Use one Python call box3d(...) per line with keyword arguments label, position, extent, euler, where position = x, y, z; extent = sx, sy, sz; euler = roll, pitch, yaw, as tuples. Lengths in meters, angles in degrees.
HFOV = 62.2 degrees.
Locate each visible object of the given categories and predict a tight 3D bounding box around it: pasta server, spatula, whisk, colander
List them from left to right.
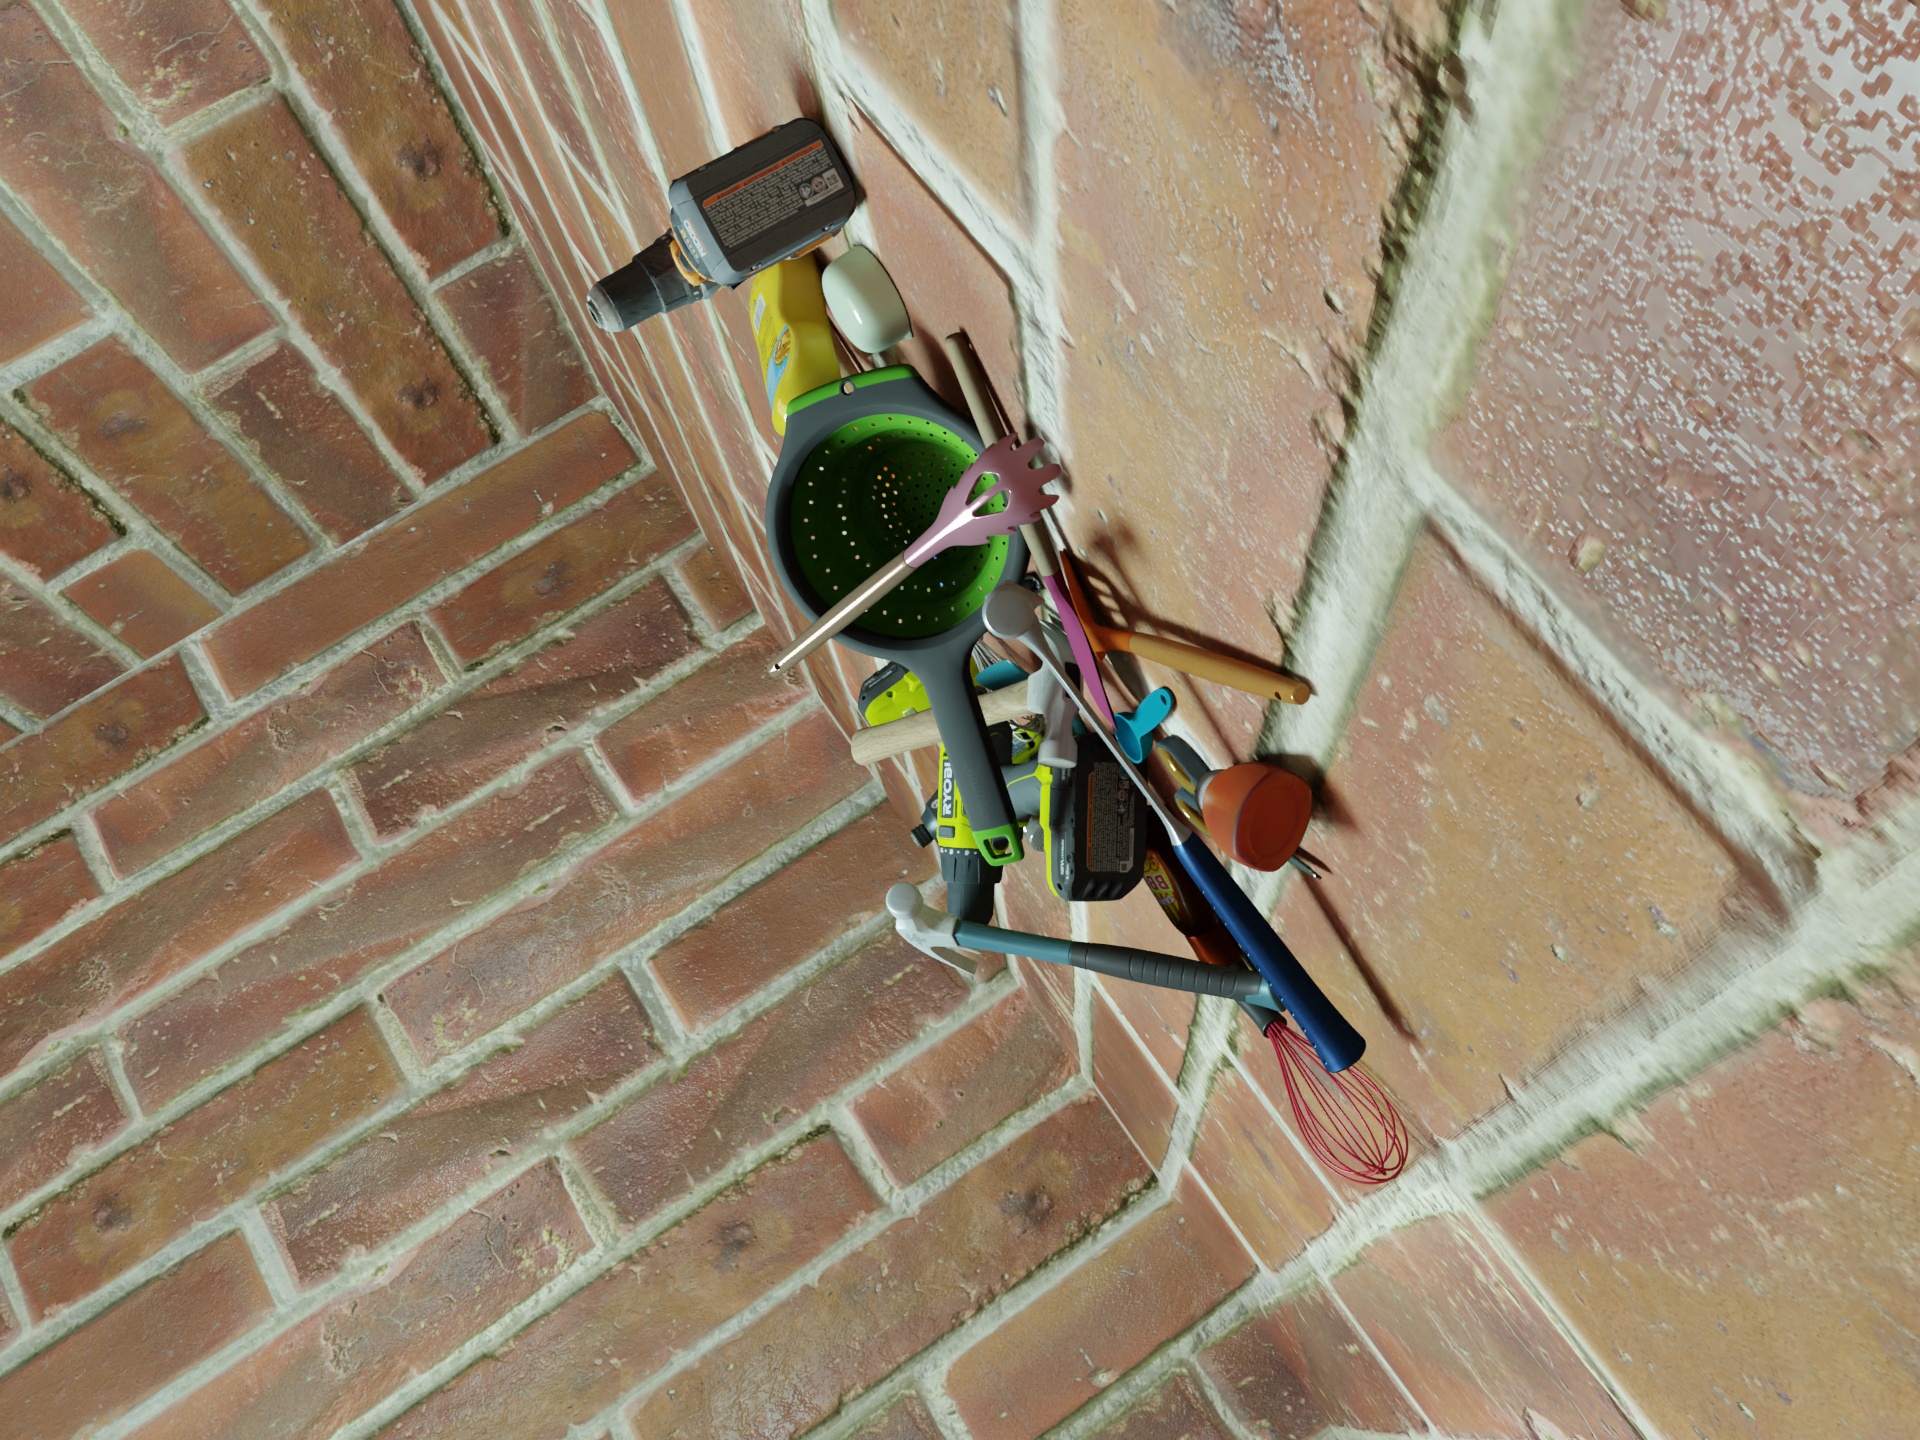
box3d(label="pasta server", position=(-0.046, -0.106, 1.144), extent=(0.316, 0.040, 0.060), euler=(-34, 89, 43))
box3d(label="colander", position=(-0.014, -0.080, 1.240), extent=(0.094, 0.204, 0.397), euler=(-55, -50, -66))
box3d(label="whisk", position=(0.015, -0.071, 1.524), extent=(0.247, 0.057, 0.059), euler=(56, 137, 37))
box3d(label="spatula", position=(0.128, 0.073, 1.418), extent=(0.317, 0.044, 0.082), euler=(56, 156, -3))
box3d(label="spatula", position=(0.134, -0.051, 1.030), extent=(0.081, 0.041, 0.323), euler=(64, 165, -21))
box3d(label="whisk", position=(0.267, 0.265, 1.302), extent=(0.296, 0.073, 0.073), euler=(55, 172, 50))

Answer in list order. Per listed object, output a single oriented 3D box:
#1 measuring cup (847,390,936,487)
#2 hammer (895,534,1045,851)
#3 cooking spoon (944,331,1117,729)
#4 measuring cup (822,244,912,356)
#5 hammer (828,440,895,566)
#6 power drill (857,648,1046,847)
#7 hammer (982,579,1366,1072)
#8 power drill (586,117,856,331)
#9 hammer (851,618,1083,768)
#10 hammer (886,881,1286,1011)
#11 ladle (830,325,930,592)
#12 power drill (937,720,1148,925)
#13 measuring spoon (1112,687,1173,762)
box3d(label="measuring cup", position=(-0.076, -0.263, 1.324), extent=(0.174, 0.052, 0.095), euler=(52, 170, 39))
box3d(label="hammer", position=(-0.005, -0.037, 1.774), extent=(0.410, 0.038, 0.146), euler=(62, 171, -29))
box3d(label="cooking spoon", position=(0.055, -0.129, 1.138), extent=(0.069, 0.017, 0.318), euler=(-92, -20, -64))
box3d(label="measuring cup", position=(-0.080, -0.305, 1.228), extent=(0.083, 0.038, 0.167), euler=(57, 169, 1))
box3d(label="hammer", position=(-0.099, -0.215, 1.437), extent=(0.335, 0.035, 0.146), euler=(-111, -5, -64))
box3d(label="power drill", position=(-0.007, 0.020, 1.560), extent=(0.223, 0.171, 0.080), euler=(53, 176, 48))
box3d(label="hammer", position=(0.146, 0.070, 1.092), extent=(0.405, 0.035, 0.144), euler=(53, -172, -4))
box3d(label="power drill", position=(-0.182, -0.352, 1.169), extent=(0.084, 0.185, 0.226), euler=(61, 167, -15))
box3d(label="hammer", position=(-0.002, -0.004, 1.371), extent=(0.331, 0.031, 0.130), euler=(-16, 65, 55))
box3d(label="hammer", position=(0.107, 0.196, 1.324), extent=(0.331, 0.033, 0.128), euler=(9, 155, 16))
box3d(label="ladle", position=(-0.081, -0.251, 1.383), extent=(0.320, 0.062, 0.078), euler=(59, 175, 3))
box3d(label="power drill", position=(0.056, 0.093, 1.360), extent=(0.228, 0.080, 0.190), euler=(-1, 87, 56))
box3d(label="measuring spoon", position=(0.143, -0.003, 1.184), extent=(0.042, 0.021, 0.128), euler=(61, 163, 11))
